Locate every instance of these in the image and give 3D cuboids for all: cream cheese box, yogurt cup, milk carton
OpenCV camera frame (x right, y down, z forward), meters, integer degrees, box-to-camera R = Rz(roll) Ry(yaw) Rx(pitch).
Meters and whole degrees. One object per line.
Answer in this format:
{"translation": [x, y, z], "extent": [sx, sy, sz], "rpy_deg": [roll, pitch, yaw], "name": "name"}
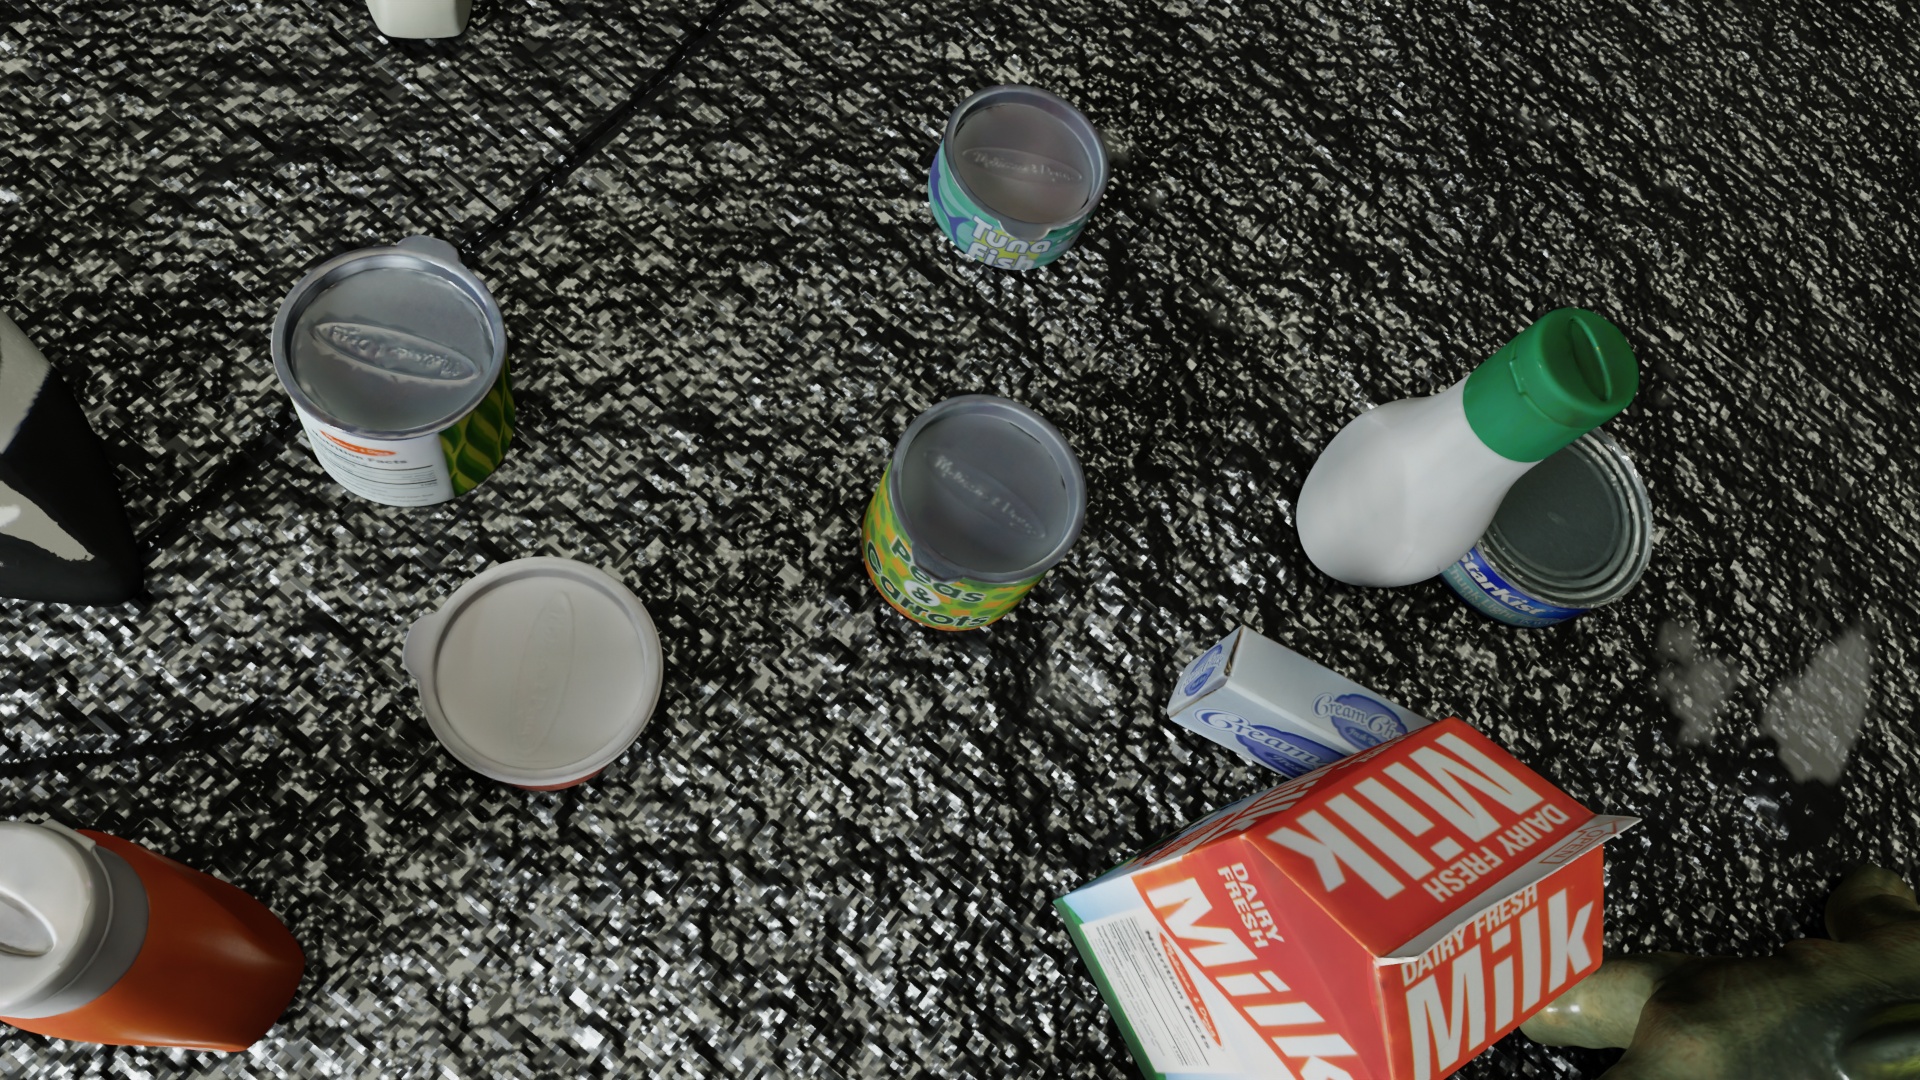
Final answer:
{"translation": [0.128, 0.068, 0.481], "extent": [0.104, 0.053, 0.024], "rpy_deg": [27, 66, -4], "name": "cream cheese box"}
{"translation": [-0.126, 0.045, 0.422], "extent": [0.072, 0.053, 0.072], "rpy_deg": [5, 69, -13], "name": "yogurt cup"}
{"translation": [0.099, 0.106, 0.383], "extent": [0.072, 0.189, 0.073], "rpy_deg": [-23, 77, -21], "name": "milk carton"}

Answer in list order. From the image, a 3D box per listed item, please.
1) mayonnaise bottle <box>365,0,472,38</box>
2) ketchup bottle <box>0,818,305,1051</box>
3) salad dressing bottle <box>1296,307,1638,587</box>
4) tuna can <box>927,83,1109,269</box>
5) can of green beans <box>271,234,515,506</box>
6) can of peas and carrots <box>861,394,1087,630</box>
{"translation": [-0.189, -0.238, 0.463], "extent": [0.041, 0.147, 0.065], "rpy_deg": [-7, 72, -17], "name": "mayonnaise bottle"}
{"translation": [-0.202, 0.095, 0.331], "extent": [0.065, 0.148, 0.044], "rpy_deg": [28, 66, -3], "name": "ketchup bottle"}
{"translation": [0.168, -0.028, 0.476], "extent": [0.044, 0.147, 0.064], "rpy_deg": [-5, 71, -16], "name": "salad dressing bottle"}
{"translation": [0.022, -0.139, 0.543], "extent": [0.071, 0.032, 0.071], "rpy_deg": [5, 69, -13], "name": "tuna can"}
{"translation": [-0.178, -0.051, 0.443], "extent": [0.071, 0.057, 0.071], "rpy_deg": [5, 69, -13], "name": "can of green beans"}
{"translation": [0.002, -0.006, 0.473], "extent": [0.071, 0.058, 0.071], "rpy_deg": [5, 69, -13], "name": "can of peas and carrots"}
